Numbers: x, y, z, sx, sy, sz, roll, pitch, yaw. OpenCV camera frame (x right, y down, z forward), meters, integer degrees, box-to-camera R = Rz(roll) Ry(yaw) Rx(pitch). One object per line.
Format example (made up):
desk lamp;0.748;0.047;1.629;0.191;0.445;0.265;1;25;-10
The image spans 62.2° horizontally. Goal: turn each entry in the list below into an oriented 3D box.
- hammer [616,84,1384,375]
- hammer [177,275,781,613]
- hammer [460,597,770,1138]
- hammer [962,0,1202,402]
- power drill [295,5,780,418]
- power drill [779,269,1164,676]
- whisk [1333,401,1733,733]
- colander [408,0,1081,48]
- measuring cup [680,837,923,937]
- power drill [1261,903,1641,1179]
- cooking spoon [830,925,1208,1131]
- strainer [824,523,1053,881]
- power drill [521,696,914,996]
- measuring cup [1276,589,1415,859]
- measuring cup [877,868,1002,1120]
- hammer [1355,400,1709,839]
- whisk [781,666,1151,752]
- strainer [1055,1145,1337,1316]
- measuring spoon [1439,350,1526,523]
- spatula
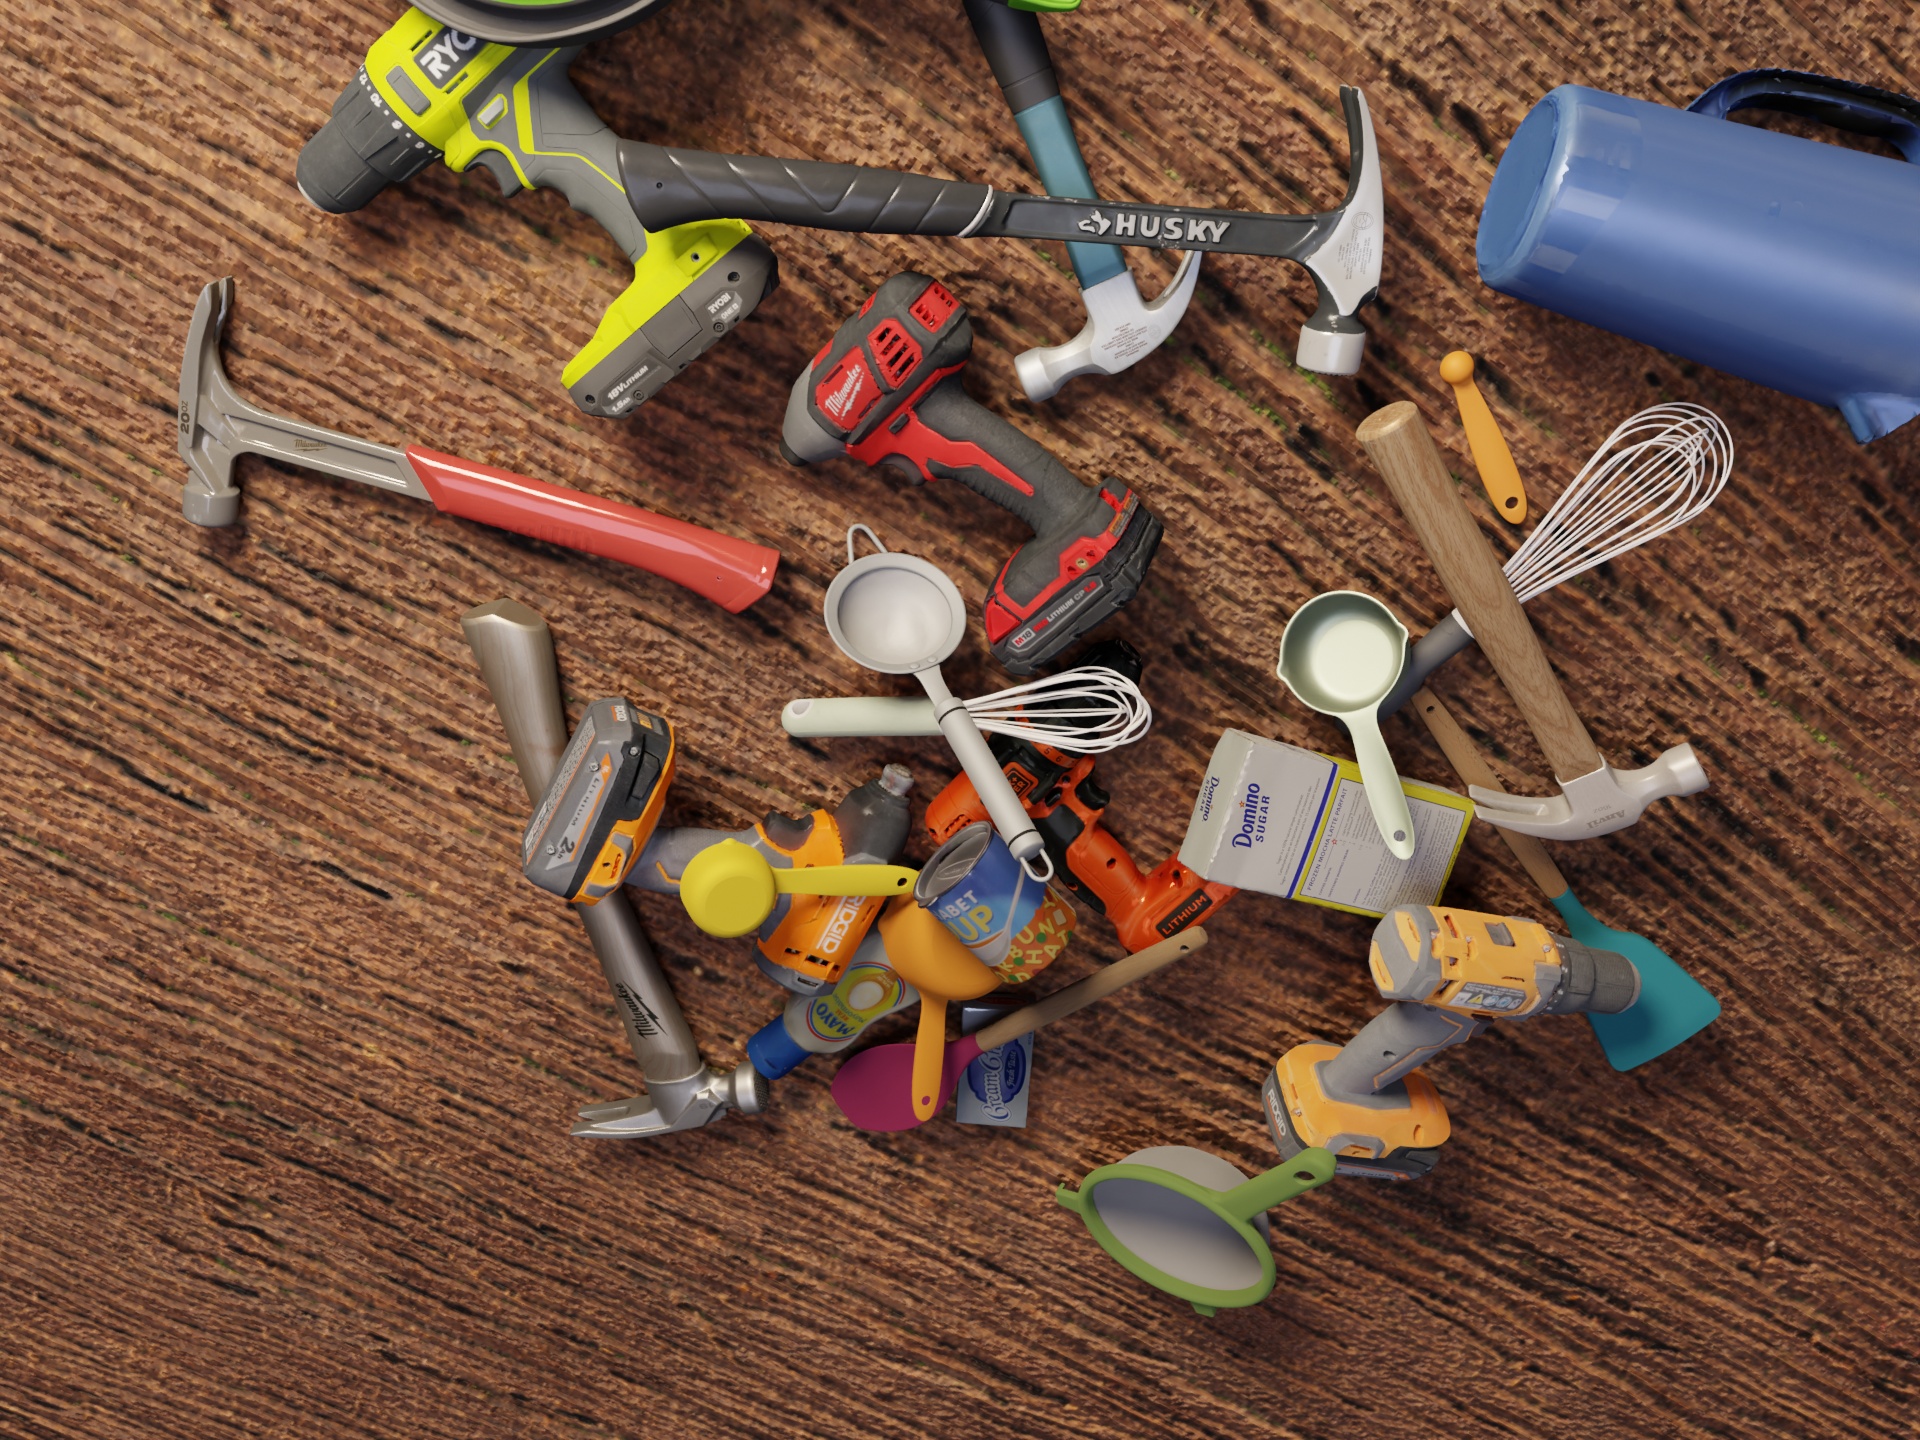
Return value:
hammer;0.028;-0.270;0.833;0.409;0.036;0.149;2;114;-8
hammer;-0.283;-0.144;0.955;0.359;0.037;0.149;15;115;-5
hammer;-0.257;0.113;1.077;0.146;0.038;0.410;-12;114;8
hammer;0.034;-0.344;0.854;0.128;0.033;0.330;-21;113;12
power drill;-0.229;-0.281;0.867;0.190;0.080;0.228;-36;107;15
power drill;0.000;-0.138;0.923;0.219;0.079;0.143;44;129;-12
whisk;0.336;-0.084;0.963;0.070;0.070;0.284;40;115;-16
colander;-0.128;-0.414;0.747;0.397;0.094;0.204;14;91;-3
measuring cup;-0.094;0.106;0.985;0.156;0.029;0.062;1;112;-20
power drill;0.325;0.214;1.060;0.185;0.084;0.226;10;130;-19
cooking spoon;0.035;0.211;1.089;0.319;0.017;0.068;-31;99;28
strainer;-0.011;-0.009;0.935;0.087;0.259;0.050;-19;149;-19
power drill;-0.143;0.070;1.013;0.226;0.084;0.164;25;102;-24
measuring cup;0.250;0.003;0.970;0.083;0.038;0.168;-19;80;25
measuring cup;-0.007;0.183;1.052;0.095;0.052;0.173;8;87;-24
hammer;0.319;-0.049;0.939;0.130;0.031;0.331;-27;119;22
whisk;-0.002;-0.003;0.979;0.246;0.058;0.059;-1;136;24
strainer;0.188;0.327;1.116;0.151;0.069;0.256;38;139;-2
measuring spoon;0.313;-0.166;0.945;0.021;0.011;0.116;-25;112;13
spatula;0.388;0.099;1.052;0.082;0.044;0.317;-36;109;14
